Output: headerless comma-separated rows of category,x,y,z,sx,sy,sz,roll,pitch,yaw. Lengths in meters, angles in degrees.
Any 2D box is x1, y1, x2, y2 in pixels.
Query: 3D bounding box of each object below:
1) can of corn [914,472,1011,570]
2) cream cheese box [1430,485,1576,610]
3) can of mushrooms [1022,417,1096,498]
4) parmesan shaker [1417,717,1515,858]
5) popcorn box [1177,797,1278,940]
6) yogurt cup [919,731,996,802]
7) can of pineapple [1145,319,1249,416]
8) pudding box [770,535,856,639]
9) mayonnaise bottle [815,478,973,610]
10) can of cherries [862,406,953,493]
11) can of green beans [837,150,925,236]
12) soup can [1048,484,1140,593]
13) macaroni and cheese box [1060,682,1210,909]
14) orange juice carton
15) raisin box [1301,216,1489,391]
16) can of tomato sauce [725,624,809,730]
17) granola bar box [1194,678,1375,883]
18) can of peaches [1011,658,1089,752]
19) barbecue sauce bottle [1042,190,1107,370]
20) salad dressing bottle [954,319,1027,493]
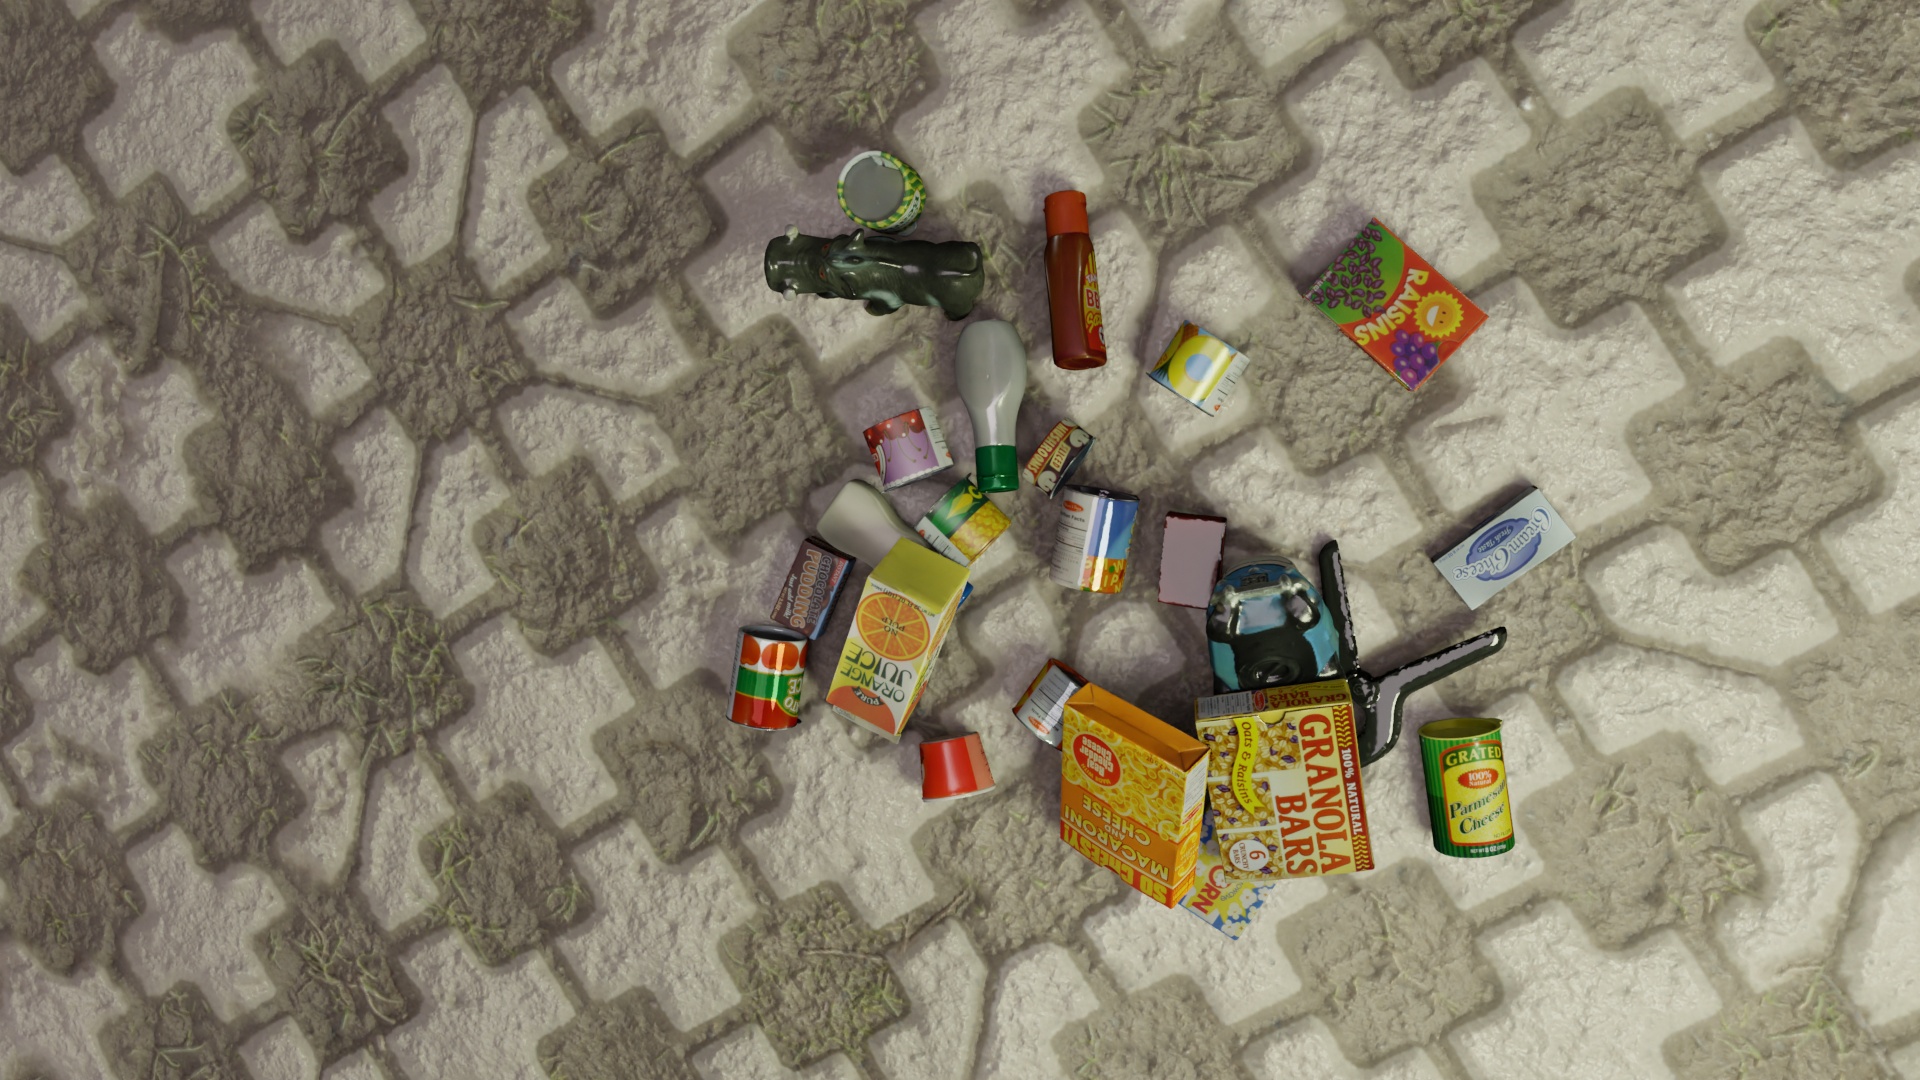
can of corn,0.004,-0.015,1.229,0.058,0.071,0.071,45,103,4
cream cheese box,0.452,0.006,1.157,0.103,0.024,0.053,-39,88,13
can of mushrooms,0.085,-0.072,1.203,0.033,0.071,0.071,38,102,7
parmesan shaker,0.426,0.206,1.162,0.071,0.071,0.103,-8,94,13
popcorn box,0.240,0.275,1.221,0.085,0.038,0.126,33,101,8
yogurt cup,-0.006,0.204,1.254,0.072,0.072,0.054,-12,85,13
can of pineapple,0.200,-0.147,1.174,0.071,0.071,0.057,34,101,7
pudding box,-0.136,0.044,1.282,0.050,0.030,0.083,26,100,7
mayonnaise bottle,-0.056,0.011,1.257,0.148,0.041,0.064,38,104,4
can of cherries,-0.049,-0.080,1.232,0.071,0.071,0.058,-21,91,13
can of green beans,-0.069,-0.305,1.219,0.071,0.058,0.071,1,96,12
soup can,0.118,-0.002,1.207,0.071,0.071,0.083,11,99,11
macaroni and cheese box,0.143,0.217,1.174,0.124,0.040,0.165,27,134,34
orange juice carton,-0.061,0.100,1.232,0.072,0.073,0.191,26,125,8
raisin box,0.358,-0.194,1.150,0.123,0.040,0.086,43,101,4
can of tomato sauce,-0.176,0.126,1.280,0.071,0.071,0.083,10,97,11
granola bar box,0.267,0.201,1.141,0.124,0.039,0.165,-9,113,12
can of peaches,0.089,0.146,1.226,0.071,0.071,0.058,36,96,6
barbecue sauce bottle,0.096,-0.223,1.192,0.043,0.065,0.148,-7,85,21
salad dressing bottle,0.028,-0.116,1.211,0.064,0.044,0.147,-6,84,25
